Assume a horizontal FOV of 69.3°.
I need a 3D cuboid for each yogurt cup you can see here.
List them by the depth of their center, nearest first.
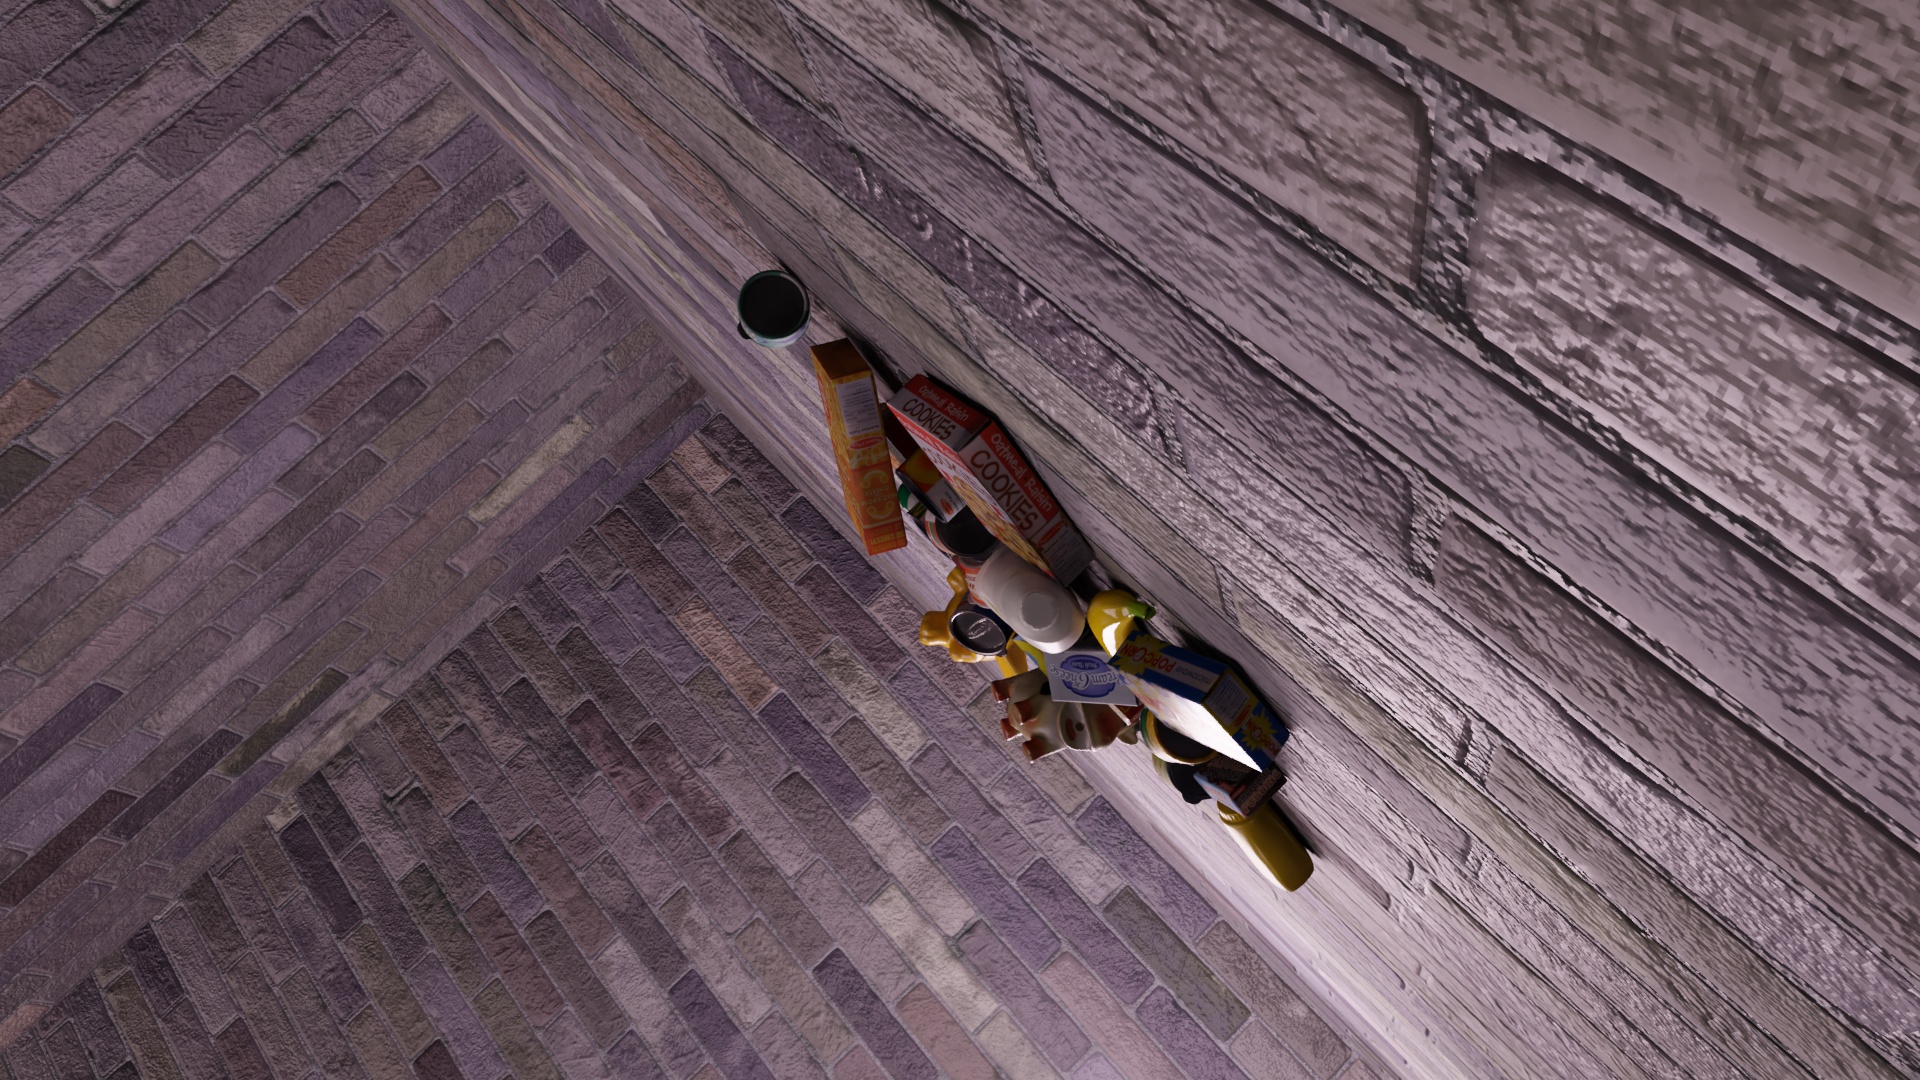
[{"bbox_3d":[0.033,0.028,1.425,0.072,0.072,0.053,39,161,52],"label":"yogurt cup"}]

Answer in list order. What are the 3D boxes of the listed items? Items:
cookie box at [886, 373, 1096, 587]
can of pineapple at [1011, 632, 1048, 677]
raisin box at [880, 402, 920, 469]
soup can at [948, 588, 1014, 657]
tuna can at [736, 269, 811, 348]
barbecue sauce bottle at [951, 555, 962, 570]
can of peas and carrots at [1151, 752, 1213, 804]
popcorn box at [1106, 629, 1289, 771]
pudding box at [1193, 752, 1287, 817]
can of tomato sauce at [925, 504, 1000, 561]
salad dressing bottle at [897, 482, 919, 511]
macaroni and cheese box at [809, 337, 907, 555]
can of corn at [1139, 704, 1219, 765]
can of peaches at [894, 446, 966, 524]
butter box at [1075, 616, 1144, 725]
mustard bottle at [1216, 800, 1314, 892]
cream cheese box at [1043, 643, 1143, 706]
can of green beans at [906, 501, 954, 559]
[{"bbox_3d":[0.025,-0.049,1.101,0.167,0.040,0.123,50,173,-36],"label":"cookie box"},{"bbox_3d":[0.096,0.100,1.436,0.058,0.071,0.071,46,174,1],"label":"can of pineapple"},{"bbox_3d":[-0.049,-0.091,1.332,0.086,0.040,0.123,48,173,-13],"label":"raisin box"},{"bbox_3d":[0.036,0.073,1.481,0.071,0.084,0.071,17,137,17],"label":"soup can"},{"bbox_3d":[-0.171,-0.208,1.257,0.071,0.071,0.033,47,172,1],"label":"tuna can"},{"bbox_3d":[0.050,0.054,1.558,0.148,0.044,0.065,48,164,-16],"label":"barbecue sauce bottle"},{"bbox_3d":[0.214,0.203,1.277,0.071,0.071,0.058,47,174,-3],"label":"can of peas and carrots"},{"bbox_3d":[0.178,0.119,1.050,0.085,0.038,0.127,45,168,-26],"label":"popcorn box"},{"bbox_3d":[0.242,0.206,1.204,0.030,0.050,0.083,49,173,-9],"label":"pudding box"},{"bbox_3d":[0.005,-0.016,1.311,0.071,0.071,0.083,48,174,-6],"label":"can of tomato sauce"},{"bbox_3d":[-0.030,-0.033,1.548,0.064,0.044,0.148,57,171,-28],"label":"salad dressing bottle"},{"bbox_3d":[-0.091,-0.086,1.247,0.124,0.040,0.165,-124,21,-65],"label":"macaroni and cheese box"},{"bbox_3d":[0.188,0.155,1.156,0.071,0.071,0.058,46,173,4],"label":"can of corn"},{"bbox_3d":[-0.016,-0.059,1.221,0.071,0.058,0.071,46,174,6],"label":"can of peaches"},{"bbox_3d":[0.143,0.122,1.321,0.104,0.053,0.024,43,172,24],"label":"butter box"},{"bbox_3d":[0.288,0.278,1.350,0.159,0.049,0.065,51,172,-32],"label":"mustard bottle"},{"bbox_3d":[0.124,0.122,1.282,0.103,0.024,0.053,-2,104,44],"label":"cream cheese box"},{"bbox_3d":[-0.012,-0.024,1.413,0.071,0.058,0.071,46,173,7],"label":"can of green beans"}]
